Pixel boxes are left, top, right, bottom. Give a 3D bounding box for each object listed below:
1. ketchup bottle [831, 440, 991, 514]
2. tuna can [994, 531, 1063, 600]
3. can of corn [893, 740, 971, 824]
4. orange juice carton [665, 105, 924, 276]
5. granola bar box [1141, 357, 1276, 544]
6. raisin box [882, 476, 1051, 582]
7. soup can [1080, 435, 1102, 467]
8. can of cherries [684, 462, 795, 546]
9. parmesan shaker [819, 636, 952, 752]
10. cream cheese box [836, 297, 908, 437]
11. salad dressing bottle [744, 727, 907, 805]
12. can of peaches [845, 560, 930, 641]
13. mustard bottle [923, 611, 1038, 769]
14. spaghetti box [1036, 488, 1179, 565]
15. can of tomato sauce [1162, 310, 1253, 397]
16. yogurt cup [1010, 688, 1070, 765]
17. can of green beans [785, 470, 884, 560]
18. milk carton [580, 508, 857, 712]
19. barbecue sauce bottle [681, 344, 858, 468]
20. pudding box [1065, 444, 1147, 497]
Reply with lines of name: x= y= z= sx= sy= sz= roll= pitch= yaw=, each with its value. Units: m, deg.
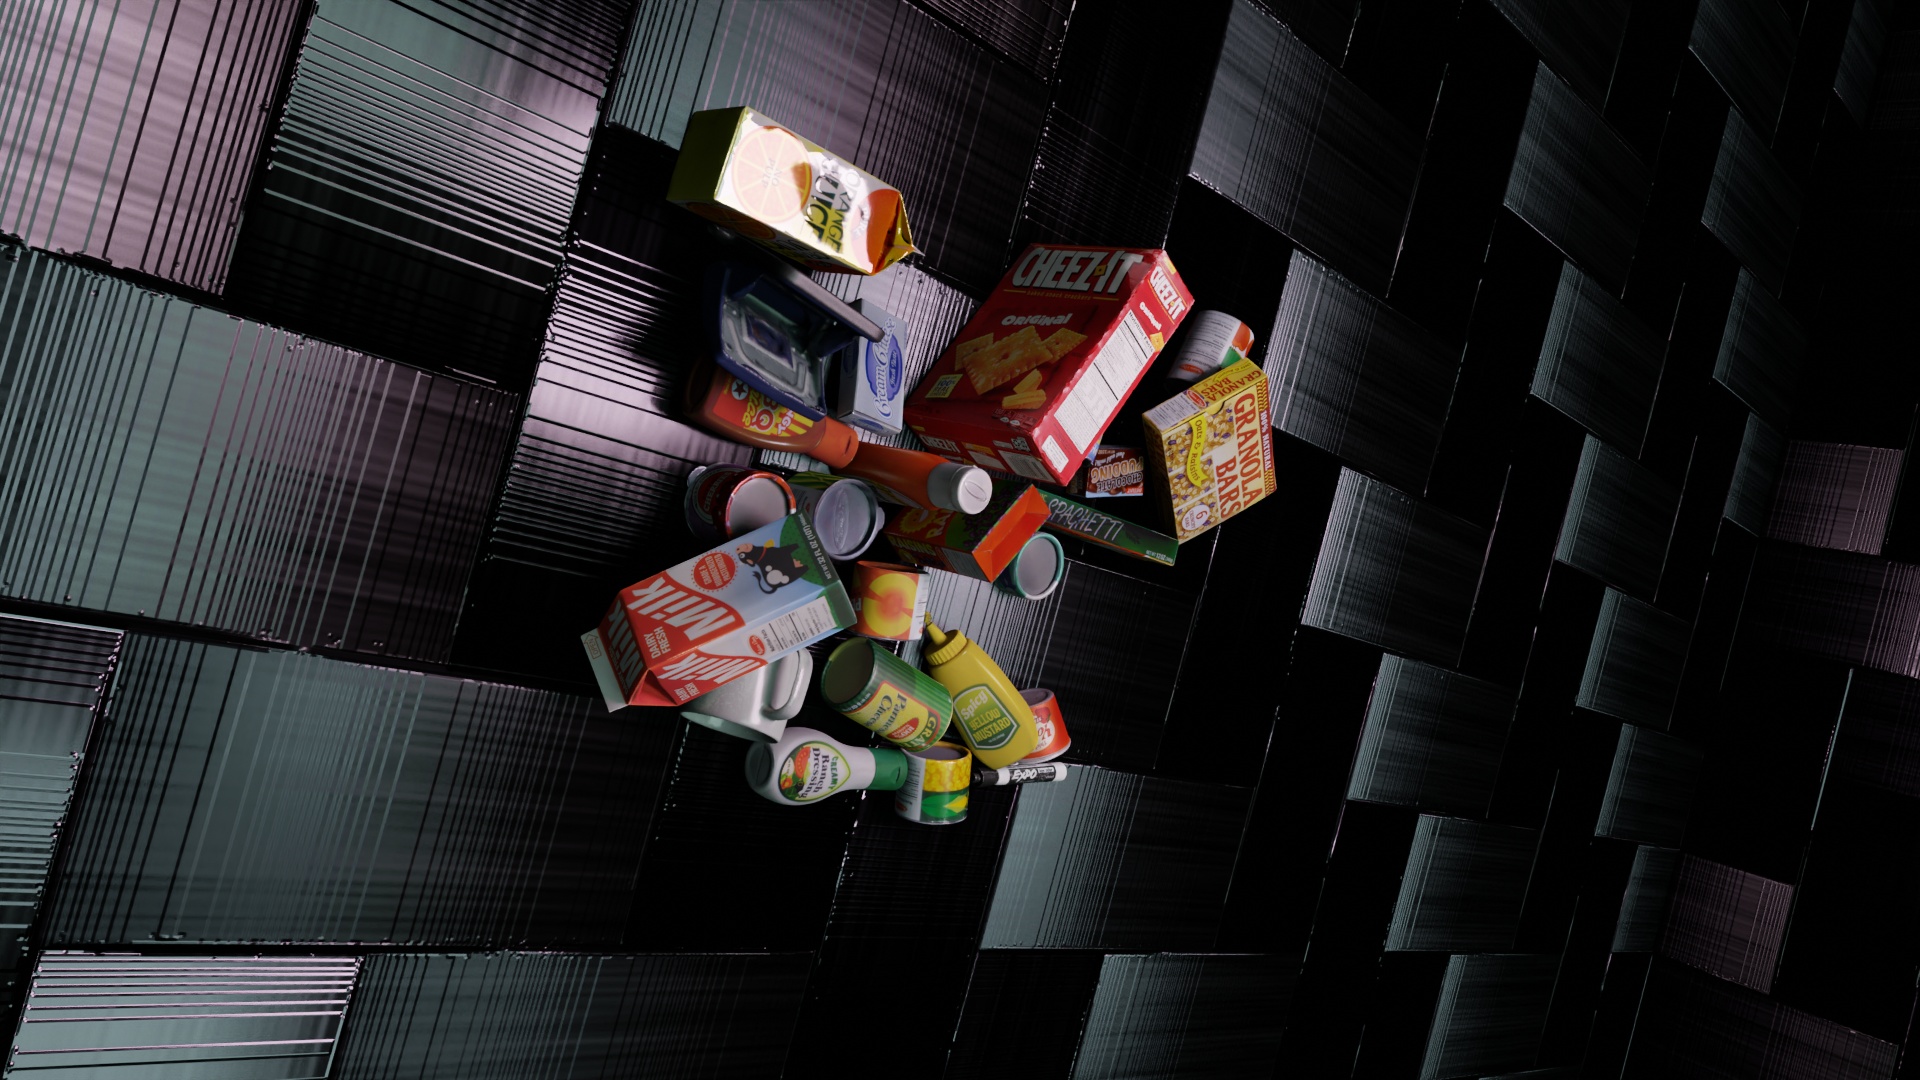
ketchup bottle: x=-0.037 y=-0.050 z=1.123 sx=0.064 sy=0.149 sz=0.043 roll=35 pitch=75 yaw=-41
tuna can: x=0.064 y=0.020 z=1.307 sx=0.071 sy=0.033 sz=0.071 roll=-11 pitch=107 yaw=-40
can of corn: x=-0.022 y=0.216 z=1.249 sx=0.071 sy=0.071 sz=0.058 roll=-2 pitch=100 yaw=-42
orange juice carton: x=-0.117 y=-0.255 z=1.059 sx=0.193 sy=0.072 sz=0.073 roll=19 pitch=87 yaw=-42
granola bar box: x=0.252 y=-0.086 z=1.389 sx=0.124 sy=0.039 sz=0.164 roll=-29 pitch=138 yaw=-10
raisin box: x=0.004 y=-0.015 z=1.185 sx=0.086 sy=0.123 sz=0.040 roll=-49 pitch=126 yaw=-23
soup can: x=0.106 y=-0.117 z=1.289 sx=0.071 sy=0.071 sz=0.084 roll=24 pitch=83 yaw=-42
can of cherries: x=-0.171 y=-0.025 z=1.069 sx=0.072 sy=0.058 sz=0.071 roll=-11 pitch=107 yaw=-40
parmesan shaker: x=-0.066 y=0.134 z=1.195 sx=0.103 sy=0.071 sz=0.071 roll=36 pitch=75 yaw=-40
cream cheese box: x=-0.071 y=-0.141 z=1.134 sx=0.053 sy=0.024 sz=0.104 roll=21 pitch=63 yaw=-42
salad dressing bottle: x=-0.111 y=0.192 z=1.180 sx=0.148 sy=0.044 sz=0.064 roll=10 pitch=93 yaw=-43
can of peaches: x=-0.064 y=0.050 z=1.178 sx=0.071 sy=0.071 sz=0.058 roll=6 pitch=96 yaw=-42
mustard bottle: x=0.008 y=0.131 z=1.258 sx=0.065 sy=0.049 sz=0.160 roll=-32 pitch=103 yaw=12
spaghetti box: x=0.115 y=-0.017 z=1.333 sx=0.250 sy=0.050 sz=0.028 roll=17 pitch=86 yaw=-42
can of tomato sauce: x=0.252 y=-0.181 z=1.411 sx=0.071 sy=0.071 sz=0.083 roll=37 pitch=74 yaw=-40
yogurt cup: x=0.067 y=0.175 z=1.324 sx=0.073 sy=0.072 sz=0.053 roll=-21 pitch=105 yaw=-37
can of green beans: x=-0.109 y=-0.021 z=1.126 sx=0.071 sy=0.058 sz=0.071 roll=-10 pitch=106 yaw=-40
milk carton: x=-0.182 y=0.058 z=1.027 sx=0.191 sy=0.072 sz=0.073 roll=-25 pitch=151 yaw=-7
barbecue sauce bottle: x=-0.145 y=-0.098 z=1.087 sx=0.148 sy=0.043 sz=0.065 roll=26 pitch=75 yaw=-42
pudding box: x=0.143 y=-0.068 z=1.361 sx=0.084 sy=0.030 sz=0.049 roll=-2 pitch=102 yaw=-41
